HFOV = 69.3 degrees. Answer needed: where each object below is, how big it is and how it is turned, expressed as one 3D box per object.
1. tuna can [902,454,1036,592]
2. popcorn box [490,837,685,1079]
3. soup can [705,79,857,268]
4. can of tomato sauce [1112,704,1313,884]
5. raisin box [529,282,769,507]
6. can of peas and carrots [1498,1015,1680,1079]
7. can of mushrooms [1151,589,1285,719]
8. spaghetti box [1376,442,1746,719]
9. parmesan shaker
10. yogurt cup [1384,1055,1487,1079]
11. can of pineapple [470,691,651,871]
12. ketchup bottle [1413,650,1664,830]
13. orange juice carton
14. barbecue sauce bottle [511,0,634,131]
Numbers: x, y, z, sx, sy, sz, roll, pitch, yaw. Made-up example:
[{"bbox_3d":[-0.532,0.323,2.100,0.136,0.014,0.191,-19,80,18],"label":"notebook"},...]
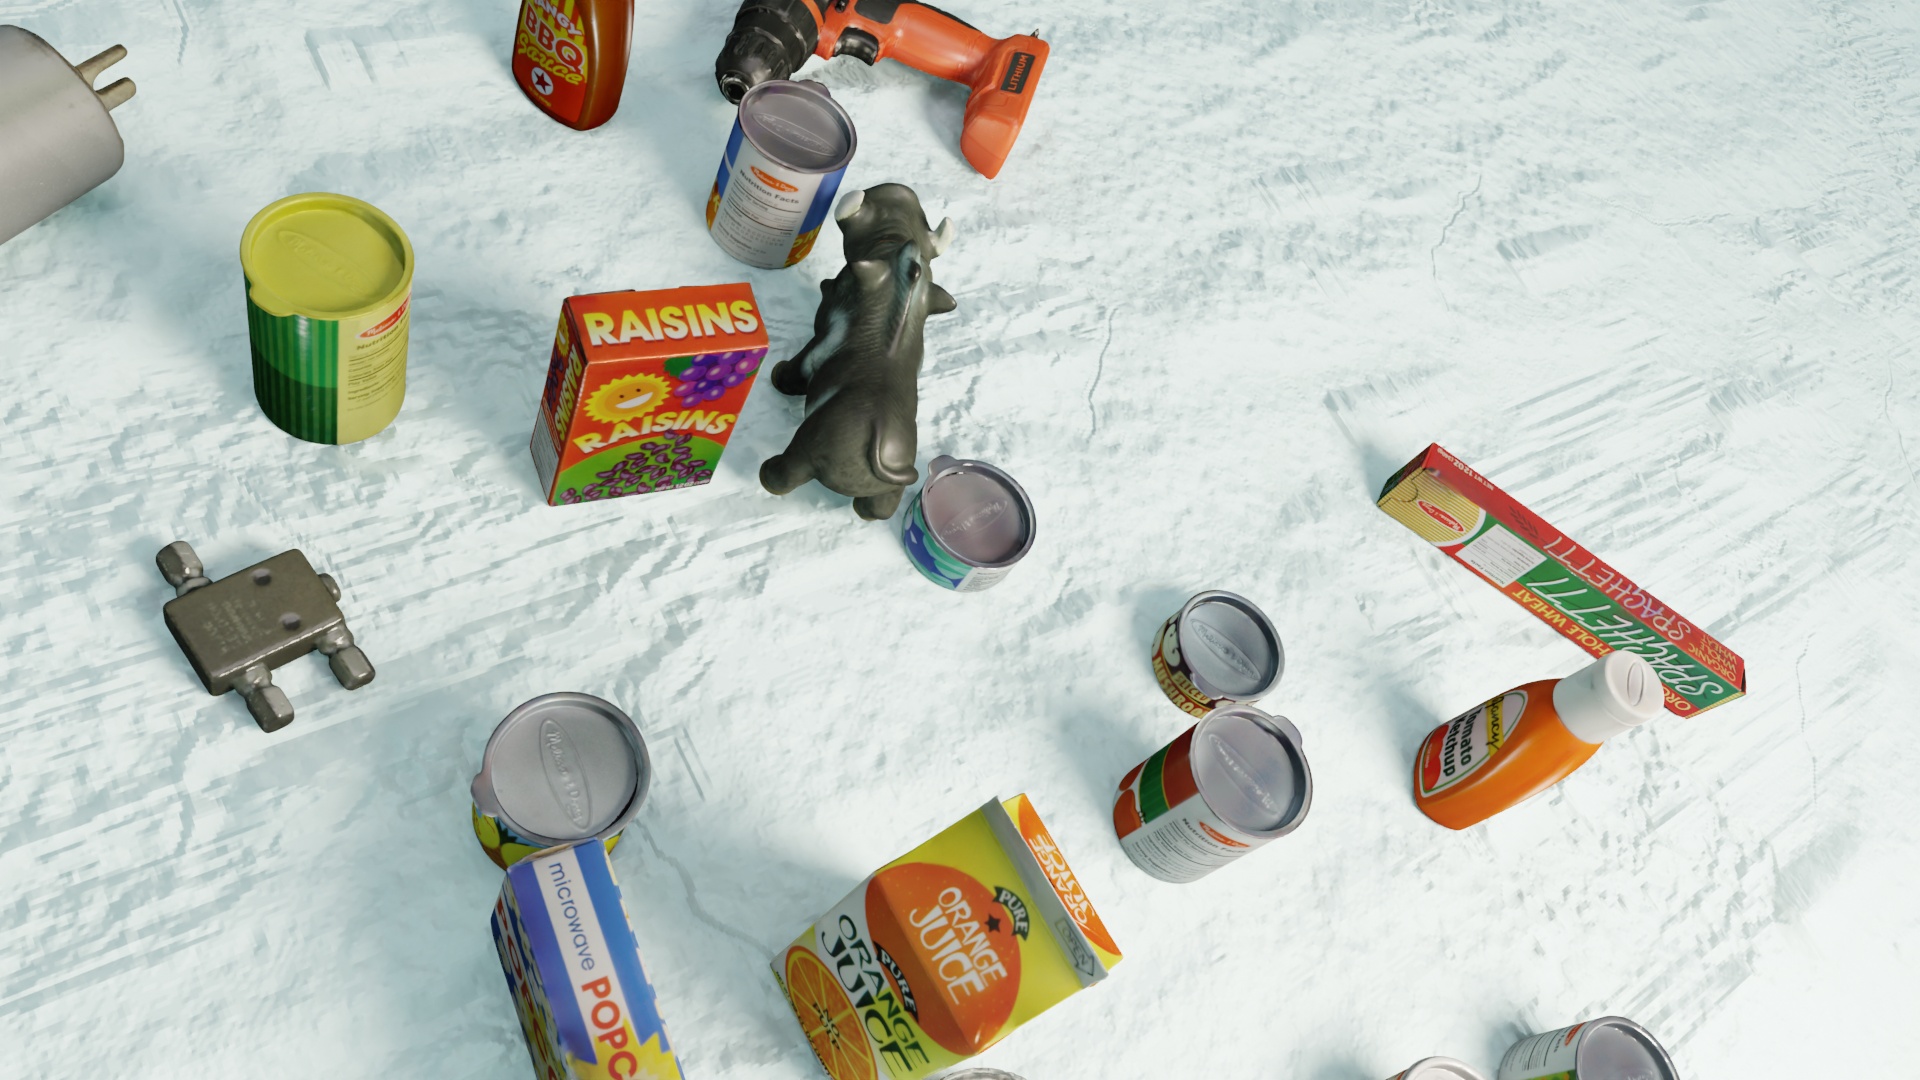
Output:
[{"bbox_3d":[0.003,-0.009,0.740,0.071,0.032,0.071,11,58,-18],"label":"tuna can"},{"bbox_3d":[-0.140,0.186,0.528,0.038,0.084,0.127,-14,68,-30],"label":"popcorn box"},{"bbox_3d":[-0.100,-0.205,0.776,0.071,0.083,0.071,11,58,-18],"label":"soup can"},{"bbox_3d":[0.123,0.125,0.685,0.071,0.082,0.071,11,58,-18],"label":"can of tomato sauce"},{"bbox_3d":[-0.148,-0.067,0.650,0.086,0.122,0.040,-10,67,-29],"label":"raisin box"},{"bbox_3d":[0.317,0.280,0.697,0.071,0.058,0.071,11,58,-18],"label":"can of peas and carrots"},{"bbox_3d":[0.139,0.065,0.758,0.071,0.033,0.071,11,58,-18],"label":"can of mushrooms"},{"bbox_3d":[0.381,0.028,0.879,0.250,0.050,0.029,34,54,-3],"label":"spaghetti box"},{"bbox_3d":[-0.283,-0.094,0.617,0.071,0.102,0.071,11,58,-18],"label":"parmesan shaker"},{"bbox_3d":[0.218,0.282,0.654,0.072,0.053,0.073,11,58,-18],"label":"yogurt cup"},{"bbox_3d":[-0.170,0.104,0.580,0.071,0.057,0.071,11,58,-18],"label":"can of pineapple"},{"bbox_3d":[0.305,0.104,0.739,0.043,0.148,0.065,31,54,-5],"label":"ketchup bottle"},{"bbox_3d":[-0.005,0.159,0.540,0.073,0.191,0.072,-22,73,-33],"label":"orange juice carton"},{"bbox_3d":[-0.202,-0.291,0.741,0.065,0.147,0.044,42,54,3],"label":"barbecue sauce bottle"}]
